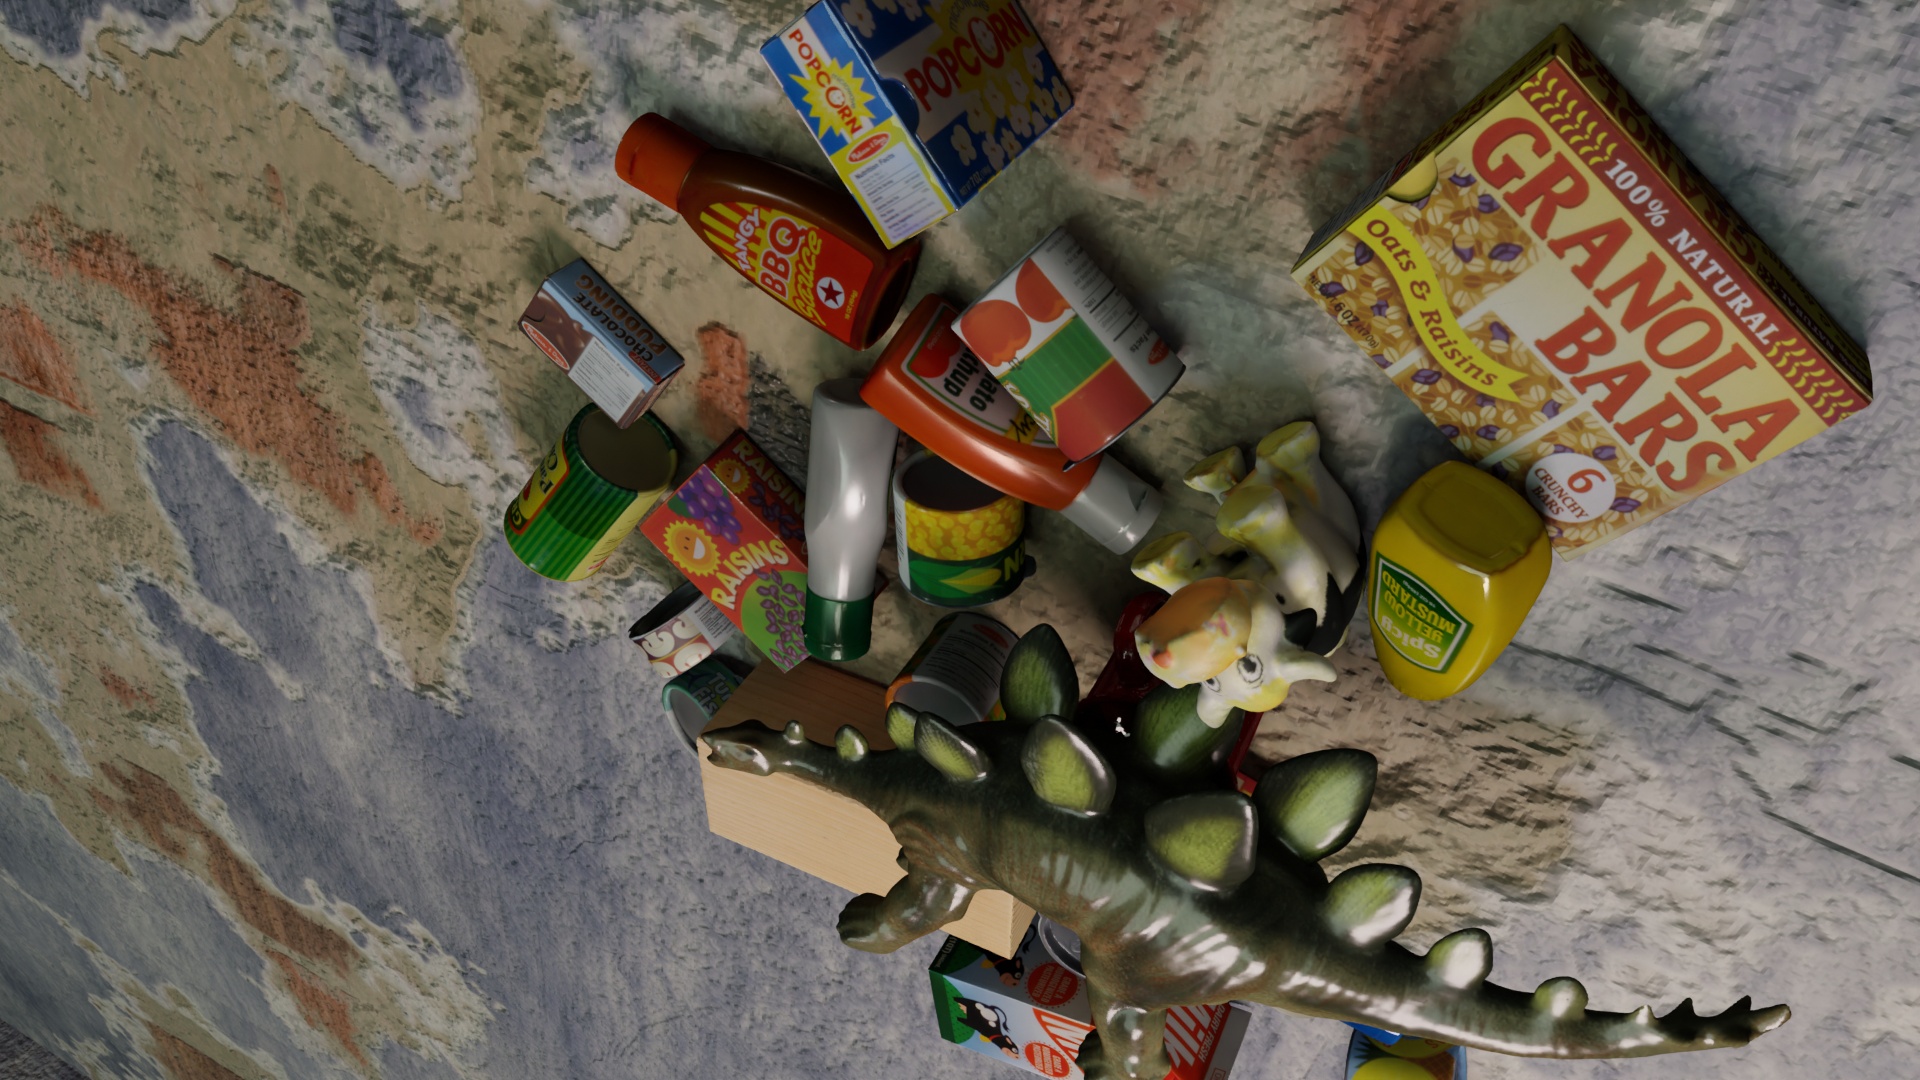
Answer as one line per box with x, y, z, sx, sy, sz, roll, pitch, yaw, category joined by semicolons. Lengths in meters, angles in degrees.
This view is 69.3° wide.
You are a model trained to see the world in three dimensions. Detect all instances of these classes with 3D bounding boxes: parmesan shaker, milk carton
-0.216;-0.031;0.817;0.071;0.072;0.102;44;131;-5;parmesan shaker
0.082;0.296;0.877;0.190;0.073;0.073;10;128;25;milk carton

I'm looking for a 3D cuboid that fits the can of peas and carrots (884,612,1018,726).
-0.001;0.085;0.776;0.071;0.059;0.070;17;131;21;can of peas and carrots

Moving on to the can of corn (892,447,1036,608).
0.002;-0.009;0.697;0.071;0.071;0.058;15;130;22;can of corn

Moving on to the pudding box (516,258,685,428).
-0.200;-0.109;0.770;0.083;0.030;0.049;45;136;-6;pudding box

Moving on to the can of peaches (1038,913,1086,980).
0.086;0.219;0.825;0.071;0.058;0.070;17;131;21;can of peaches

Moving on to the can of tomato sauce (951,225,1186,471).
0.045;-0.084;0.610;0.083;0.071;0.071;48;134;-8;can of tomato sauce

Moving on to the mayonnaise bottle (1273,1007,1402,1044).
0.178;0.230;0.776;0.148;0.065;0.041;25;128;7;mayonnaise bottle

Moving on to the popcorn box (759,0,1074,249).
-0.011;-0.177;0.532;0.038;0.127;0.085;-21;111;36;popcorn box

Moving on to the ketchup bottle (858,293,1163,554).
0.027;-0.050;0.655;0.149;0.065;0.043;36;143;-9;ketchup bottle

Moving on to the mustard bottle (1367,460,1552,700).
0.206;0.032;0.595;0.065;0.049;0.159;43;163;30;mustard bottle

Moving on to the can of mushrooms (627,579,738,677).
-0.168;0.051;0.848;0.071;0.071;0.033;-21;112;41;can of mushrooms

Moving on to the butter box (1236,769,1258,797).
0.135;0.173;0.740;0.053;0.024;0.103;29;90;10;butter box

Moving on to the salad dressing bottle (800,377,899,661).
-0.059;-0.009;0.723;0.044;0.064;0.147;-1;116;-16;salad dressing bottle

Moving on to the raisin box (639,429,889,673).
-0.114;0.008;0.801;0.123;0.040;0.085;46;135;-8;raisin box

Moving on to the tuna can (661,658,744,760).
-0.161;0.112;0.902;0.071;0.033;0.070;30;137;33;tuna can

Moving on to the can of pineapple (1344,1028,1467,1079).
0.252;0.309;0.785;0.058;0.071;0.070;1;124;27;can of pineapple

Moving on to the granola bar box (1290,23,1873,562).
0.226;-0.084;0.517;0.165;0.039;0.123;44;134;-6;granola bar box

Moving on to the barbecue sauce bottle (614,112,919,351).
-0.094;-0.152;0.661;0.148;0.044;0.064;32;135;7;barbecue sauce bottle
